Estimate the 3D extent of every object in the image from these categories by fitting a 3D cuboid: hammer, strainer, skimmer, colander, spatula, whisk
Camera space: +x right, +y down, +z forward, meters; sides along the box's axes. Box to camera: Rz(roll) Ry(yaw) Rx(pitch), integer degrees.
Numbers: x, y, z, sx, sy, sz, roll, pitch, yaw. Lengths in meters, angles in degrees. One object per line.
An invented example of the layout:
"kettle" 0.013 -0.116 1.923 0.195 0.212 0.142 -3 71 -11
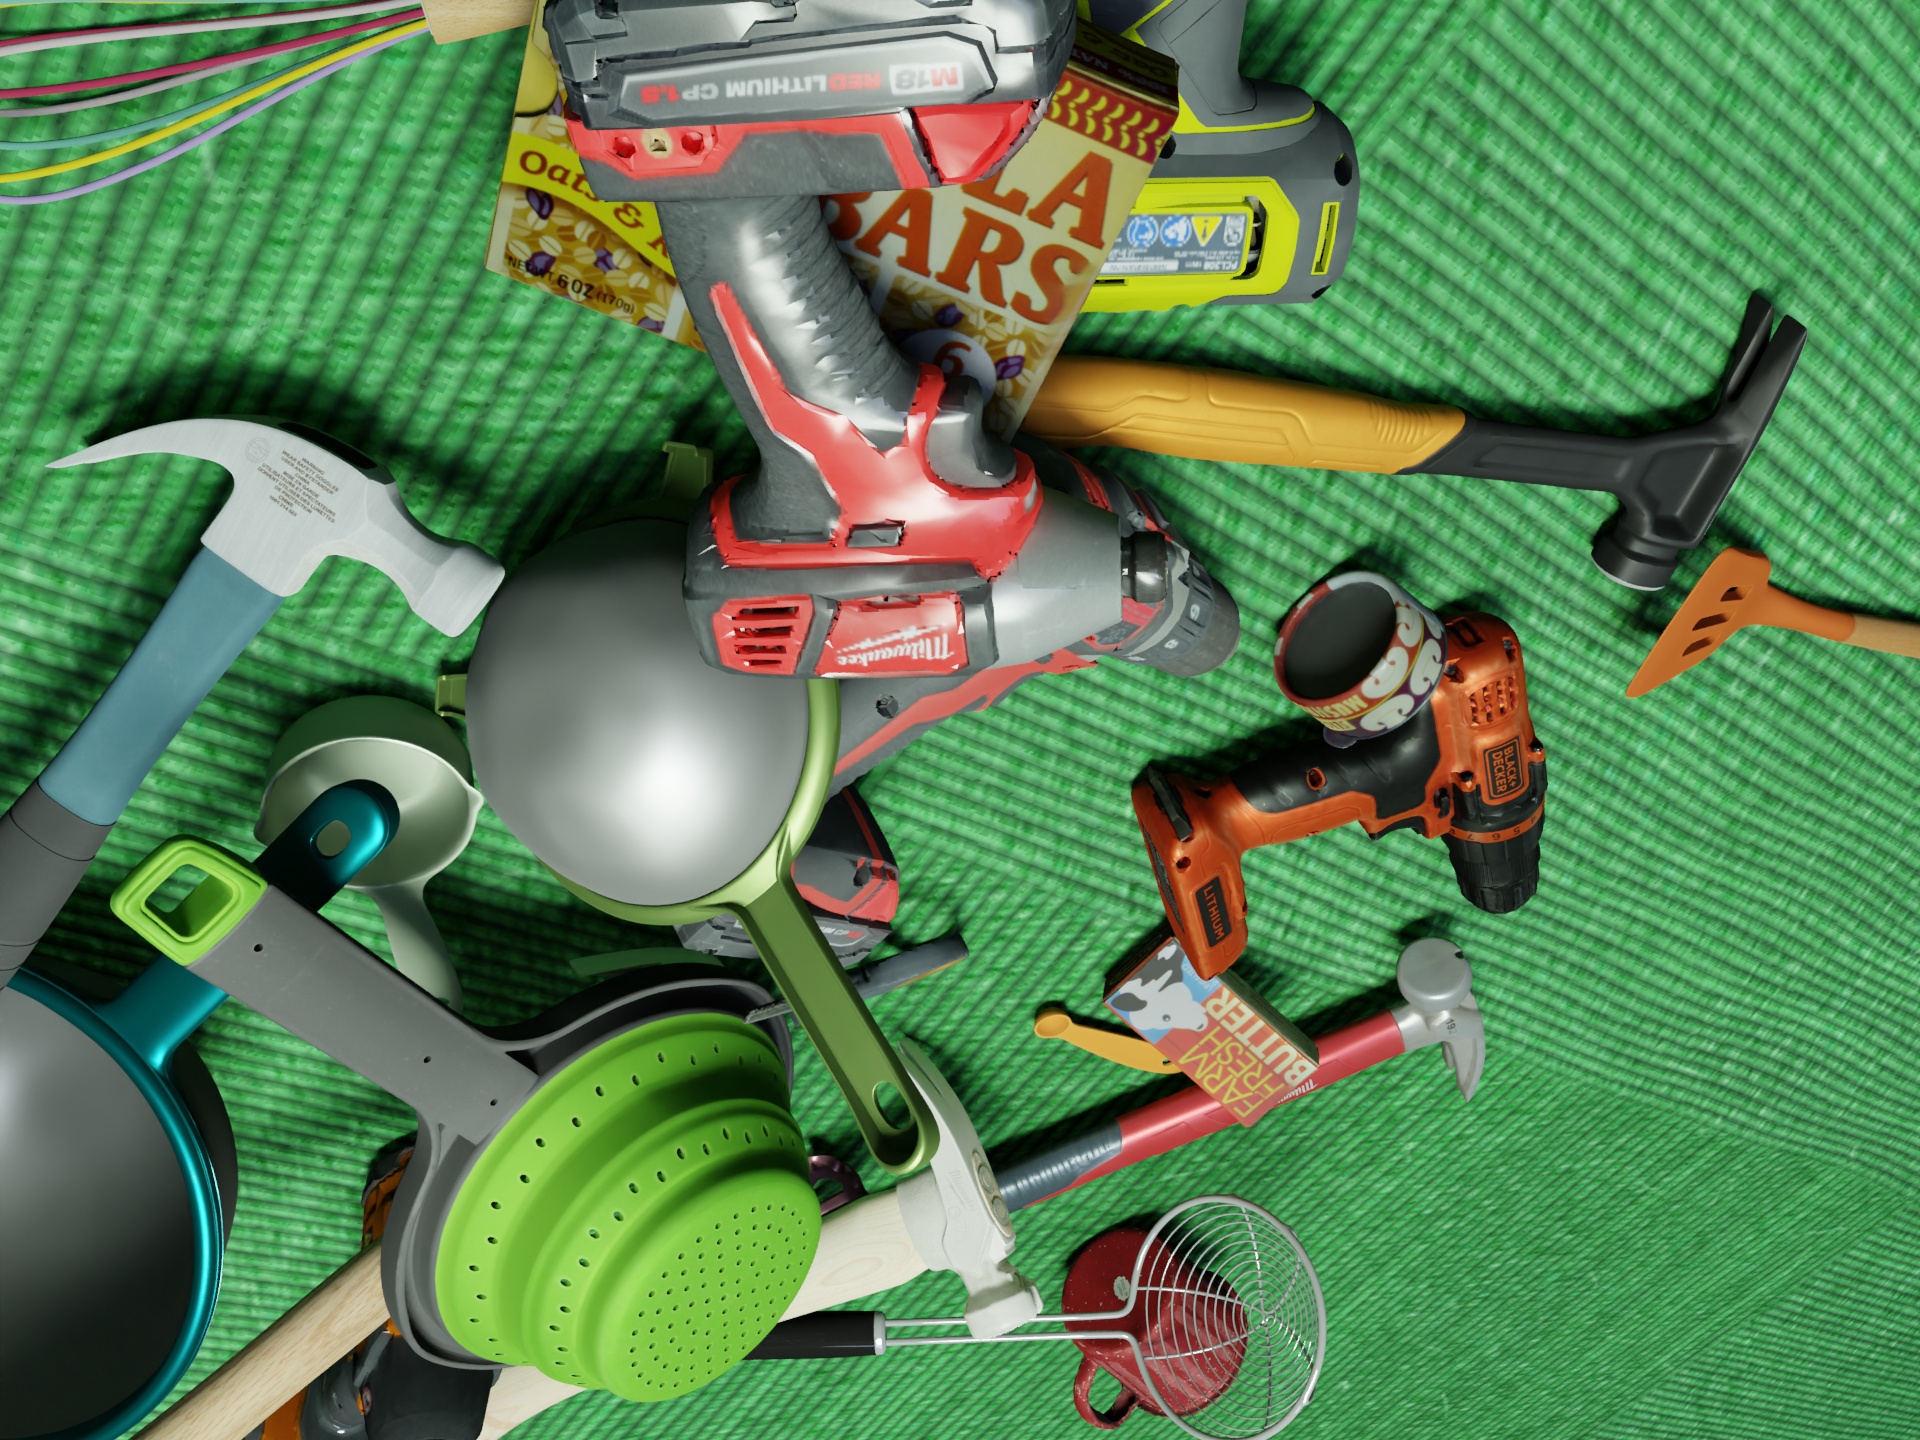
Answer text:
"hammer" 0.104 0.236 0.884 0.386 0.038 0.143 -23 139 3
"hammer" 0.164 -0.117 0.614 0.336 0.034 0.127 2 129 -19
"strainer" -0.324 0.133 0.616 0.340 0.095 0.211 -42 94 9
"skimmer" 0.012 0.331 0.869 0.363 0.127 0.090 -4 159 4
"hammer" -0.162 0.308 0.833 0.410 0.146 0.038 -28 168 18
"strainer" -0.092 0.040 0.523 0.151 0.256 0.069 -40 163 22
"hammer" -0.221 0.215 0.672 0.331 0.031 0.129 -38 138 -23
"colander" -0.155 0.167 0.606 0.204 0.095 0.396 -48 141 -13
"spatula" 0.448 -0.037 0.768 0.322 0.041 0.081 6 125 -23
"hammer" -0.301 0.037 0.531 0.128 0.033 0.331 38 99 -11
"whisk" -0.171 -0.197 0.439 0.245 0.047 0.051 -17 144 -9

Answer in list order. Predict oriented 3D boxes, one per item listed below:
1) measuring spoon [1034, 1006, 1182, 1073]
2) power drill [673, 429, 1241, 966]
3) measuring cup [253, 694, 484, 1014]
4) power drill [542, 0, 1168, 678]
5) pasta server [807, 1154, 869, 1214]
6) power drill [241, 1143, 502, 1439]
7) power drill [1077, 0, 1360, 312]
"measuring spoon" 0.082 0.170 0.845 0.116 0.011 0.021 25 122 -36
"power drill" -0.001 -0.002 0.616 0.226 0.080 0.187 -42 150 18
"measuring cup" -0.224 0.058 0.636 0.083 0.038 0.167 -10 133 -10
"power drill" -0.017 -0.099 0.420 0.143 0.079 0.219 0 136 7
"pasta server" -0.176 0.322 0.869 0.316 0.060 0.040 -32 168 13
"power drill" -0.282 0.333 0.761 0.084 0.164 0.226 16 124 -29
"power drill" 0.029 -0.224 0.455 0.190 0.080 0.228 -2 132 -5
